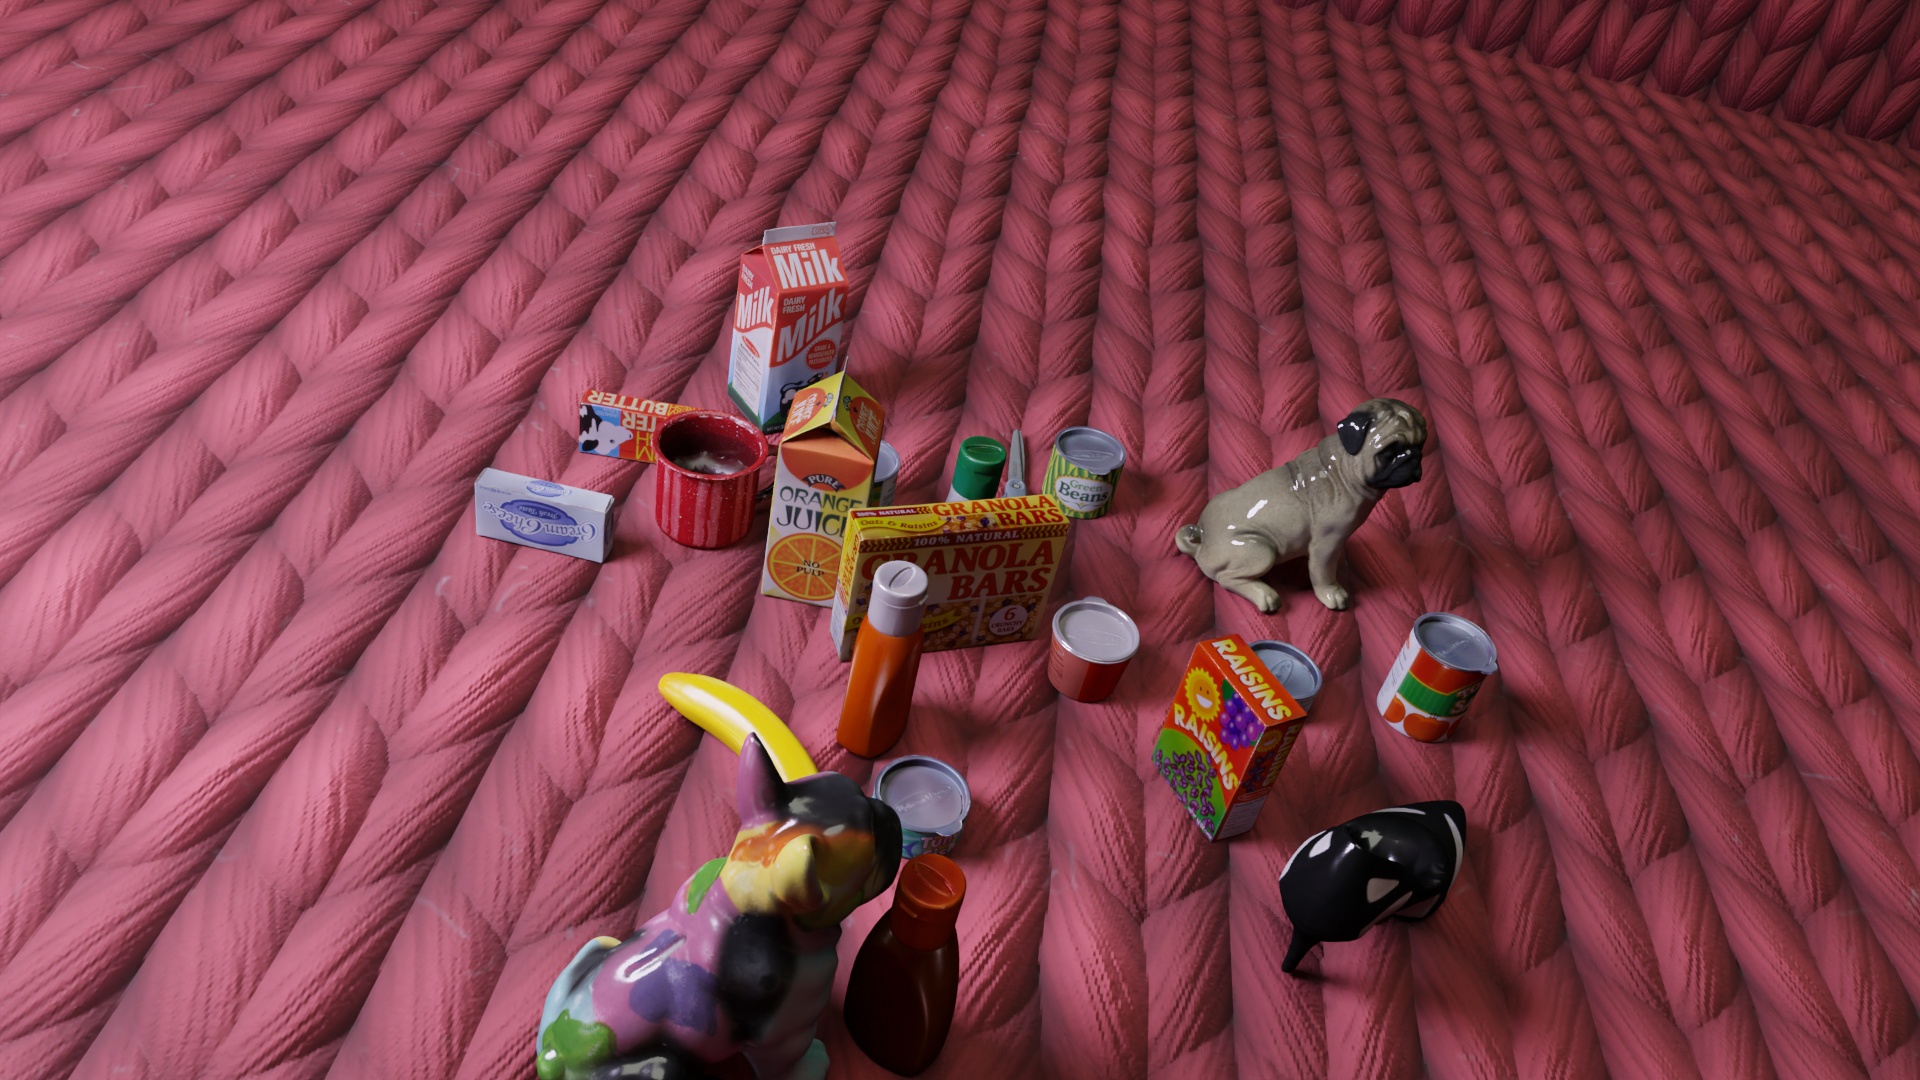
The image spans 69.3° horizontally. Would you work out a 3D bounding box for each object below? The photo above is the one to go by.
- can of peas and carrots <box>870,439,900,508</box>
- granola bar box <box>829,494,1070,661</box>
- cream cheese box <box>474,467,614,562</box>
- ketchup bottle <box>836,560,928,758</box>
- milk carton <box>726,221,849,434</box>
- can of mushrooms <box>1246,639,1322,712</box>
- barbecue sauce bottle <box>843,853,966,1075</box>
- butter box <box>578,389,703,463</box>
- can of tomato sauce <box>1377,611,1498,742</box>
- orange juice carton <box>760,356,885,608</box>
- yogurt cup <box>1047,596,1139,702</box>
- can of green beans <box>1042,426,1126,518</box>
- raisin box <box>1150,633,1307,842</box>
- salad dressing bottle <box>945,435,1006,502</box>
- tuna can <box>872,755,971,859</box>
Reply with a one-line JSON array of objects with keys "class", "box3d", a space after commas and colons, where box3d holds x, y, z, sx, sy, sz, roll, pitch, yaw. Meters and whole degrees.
[{"class": "can of peas and carrots", "box3d": [-0.090, -0.049, 1.184, 0.071, 0.058, 0.071, 8, 38, -6]}, {"class": "granola bar box", "box3d": [-0.011, 0.028, 1.060, 0.166, 0.123, 0.039, -5, 42, -21]}, {"class": "cream cheese box", "box3d": [-0.324, -0.019, 1.083, 0.104, 0.053, 0.024, 13, 38, -1]}, {"class": "ketchup bottle", "box3d": [-0.051, 0.081, 0.962, 0.043, 0.148, 0.065, 26, 40, 15]}, {"class": "milk carton", "box3d": [-0.154, -0.196, 1.241, 0.072, 0.189, 0.073, -16, 46, -32]}, {"class": "can of mushrooms", "box3d": [0.248, 0.111, 1.104, 0.071, 0.033, 0.071, 8, 38, -6]}, {"class": "barbecue sauce bottle", "box3d": [-0.028, 0.236, 0.778, 0.065, 0.147, 0.044, 34, 43, 25]}, {"class": "butter box", "box3d": [-0.273, -0.094, 1.191, 0.103, 0.052, 0.024, 9, 38, -5]}, {"class": "can of tomato sauce", "box3d": [0.379, 0.110, 1.103, 0.071, 0.082, 0.071, 8, 38, -6]}, {"class": "orange juice carton", "box3d": [-0.103, -0.044, 1.066, 0.073, 0.191, 0.072, 11, 38, -3]}, {"class": "yogurt cup", "box3d": [0.099, 0.088, 1.074, 0.072, 0.053, 0.073, 8, 38, -6]}, {"class": "can of green beans", "box3d": [0.111, -0.061, 1.258, 0.071, 0.057, 0.071, 8, 38, -6]}, {"class": "raisin box", "box3d": [0.187, 0.139, 0.980, 0.040, 0.122, 0.086, -9, 43, -26]}, {"class": "salad dressing bottle", "box3d": [0.004, -0.014, 1.096, 0.064, 0.146, 0.044, 3, 39, -13]}, {"class": "tuna can", "box3d": [-0.026, 0.182, 0.937, 0.071, 0.032, 0.071, 8, 38, -6]}]
